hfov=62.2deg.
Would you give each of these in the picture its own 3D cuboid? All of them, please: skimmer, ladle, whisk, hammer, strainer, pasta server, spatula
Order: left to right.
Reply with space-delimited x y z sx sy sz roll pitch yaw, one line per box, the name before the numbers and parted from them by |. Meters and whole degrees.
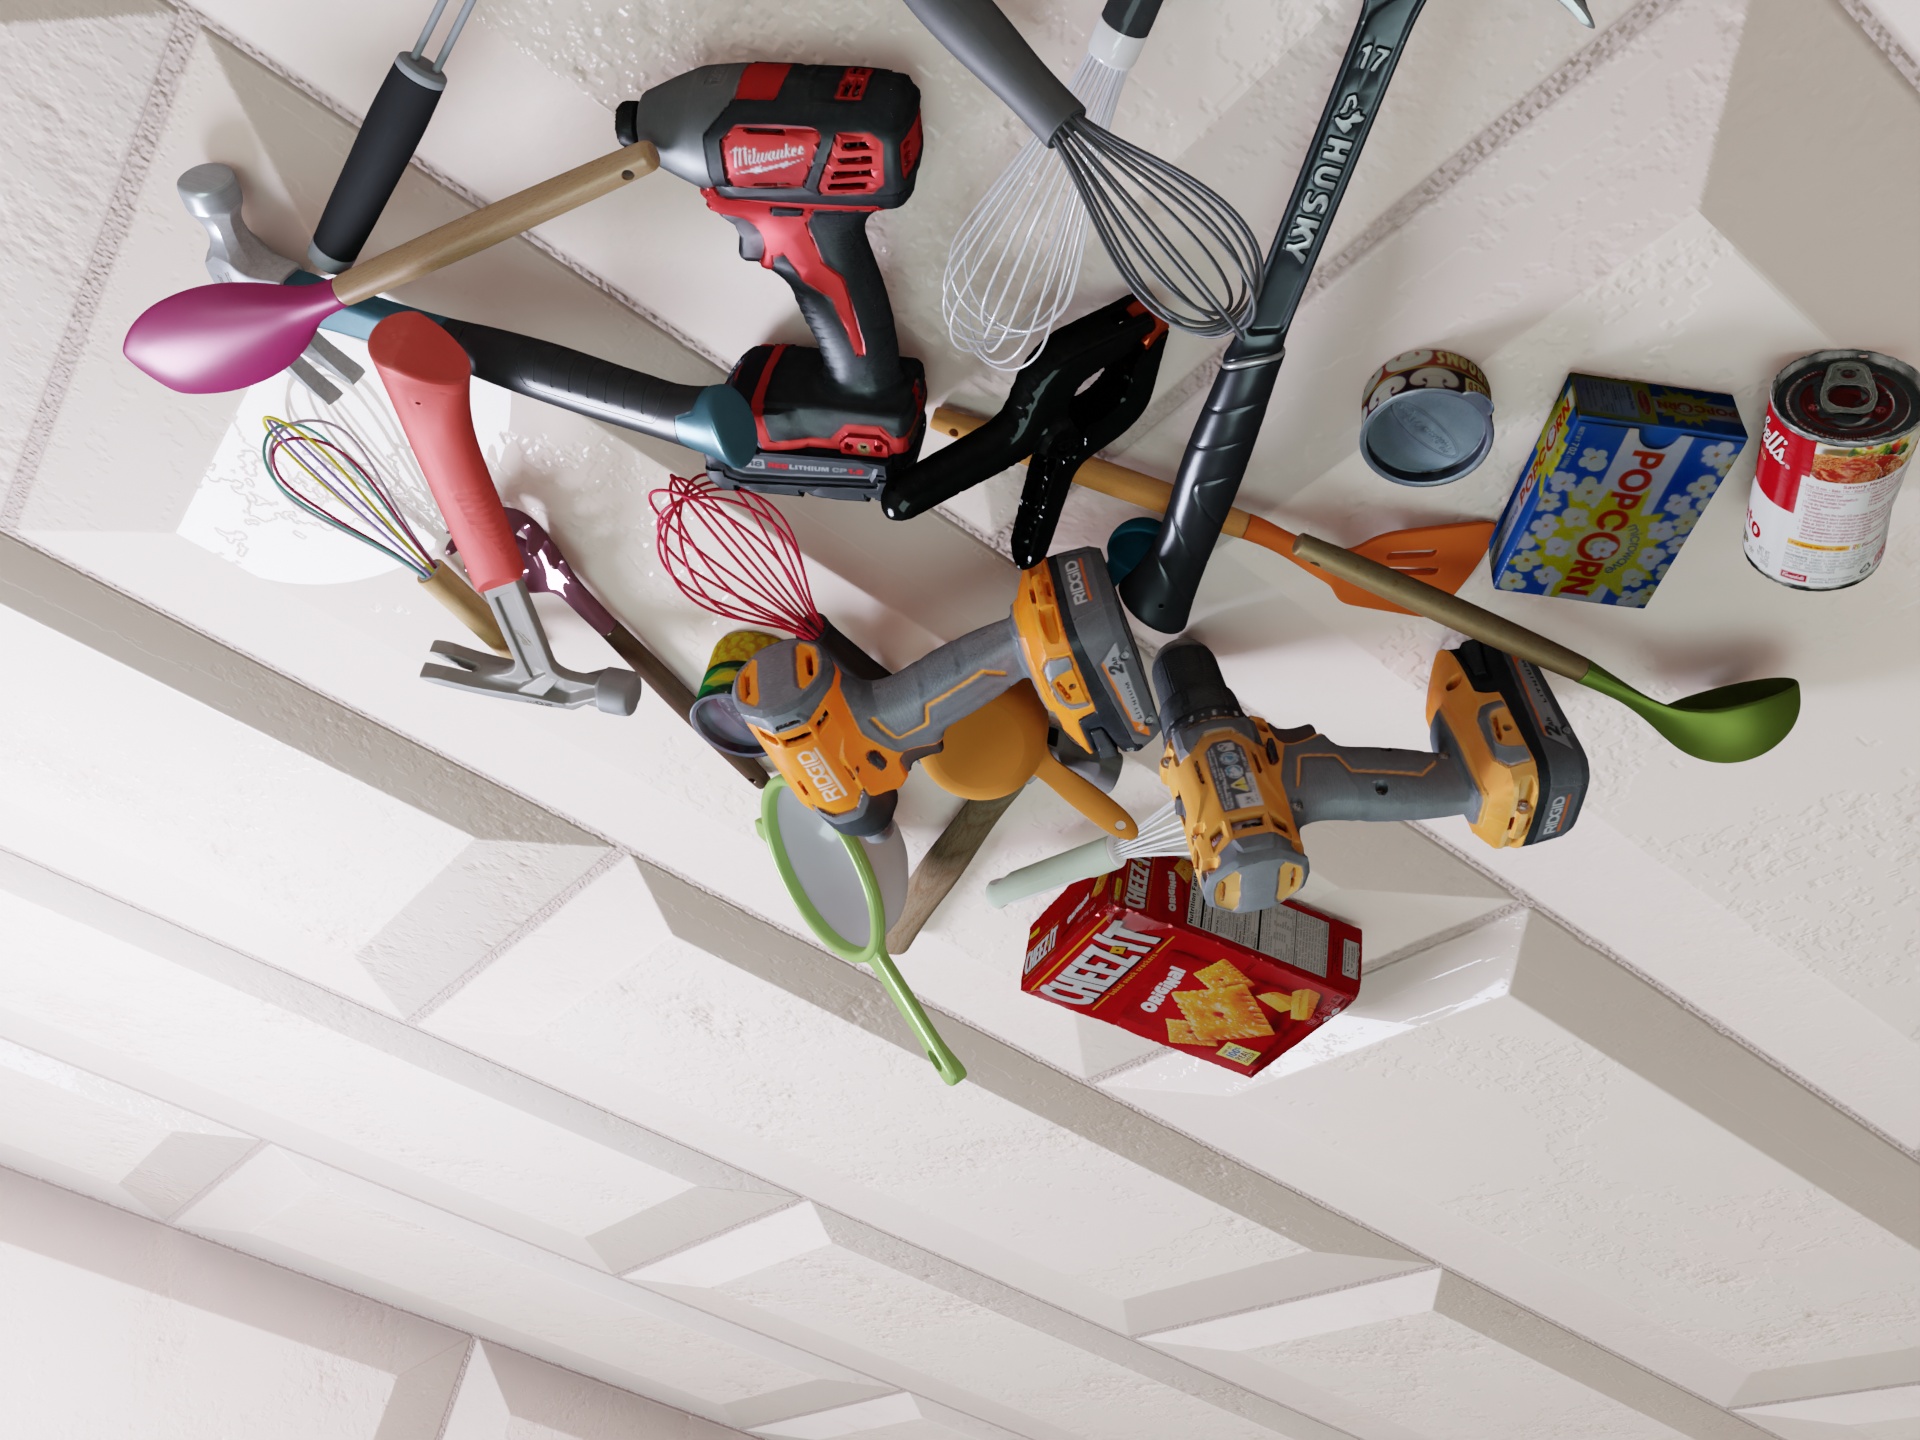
whisk | -0.358 -0.109 1.030 0.047 0.051 0.244 -16 138 23
skimmer | -0.212 -0.311 0.668 0.127 0.090 0.363 30 129 -22
hammer | -0.285 -0.105 0.926 0.149 0.037 0.358 11 153 4
hammer | -0.257 -0.196 0.836 0.331 0.033 0.128 19 144 16
pasta server | -0.226 -0.041 1.083 0.060 0.040 0.315 -8 139 32
whisk | -0.099 -0.064 0.969 0.073 0.073 0.295 -7 155 22
strainer | -0.051 0.140 1.158 0.256 0.069 0.151 57 151 9
hammer | -0.005 0.095 1.199 0.130 0.031 0.331 20 141 -11
whisk | 0.042 -0.250 0.668 0.239 0.055 0.055 49 138 5
whisk | 0.056 -0.274 0.707 0.070 0.070 0.284 19 136 -9
whisk | 0.118 0.091 1.131 0.246 0.058 0.059 -24 89 31
spatula | 0.139 -0.123 0.898 0.322 0.041 0.081 19 140 -2
hammer | 0.153 -0.193 0.769 0.149 0.036 0.408 12 137 -3
ladle | 0.332 -0.050 0.896 0.320 0.062 0.078 22 175 -12

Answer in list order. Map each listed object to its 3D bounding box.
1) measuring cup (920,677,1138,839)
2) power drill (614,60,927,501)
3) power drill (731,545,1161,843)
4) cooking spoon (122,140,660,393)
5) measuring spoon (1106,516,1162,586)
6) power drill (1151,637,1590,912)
measuring cup | 0.047 0.033 1.041 0.173 0.052 0.095 37 107 -5
power drill | -0.087 -0.219 0.795 0.143 0.079 0.219 6 139 8
power drill | -0.002 -0.003 0.953 0.226 0.084 0.164 -18 137 9
cooking spoon | -0.283 -0.219 0.778 0.319 0.017 0.068 -15 150 21
measuring spoon | 0.086 -0.091 0.960 0.042 0.021 0.128 27 149 -21
power drill | 0.230 0.011 0.950 0.226 0.186 0.084 -11 140 -2
